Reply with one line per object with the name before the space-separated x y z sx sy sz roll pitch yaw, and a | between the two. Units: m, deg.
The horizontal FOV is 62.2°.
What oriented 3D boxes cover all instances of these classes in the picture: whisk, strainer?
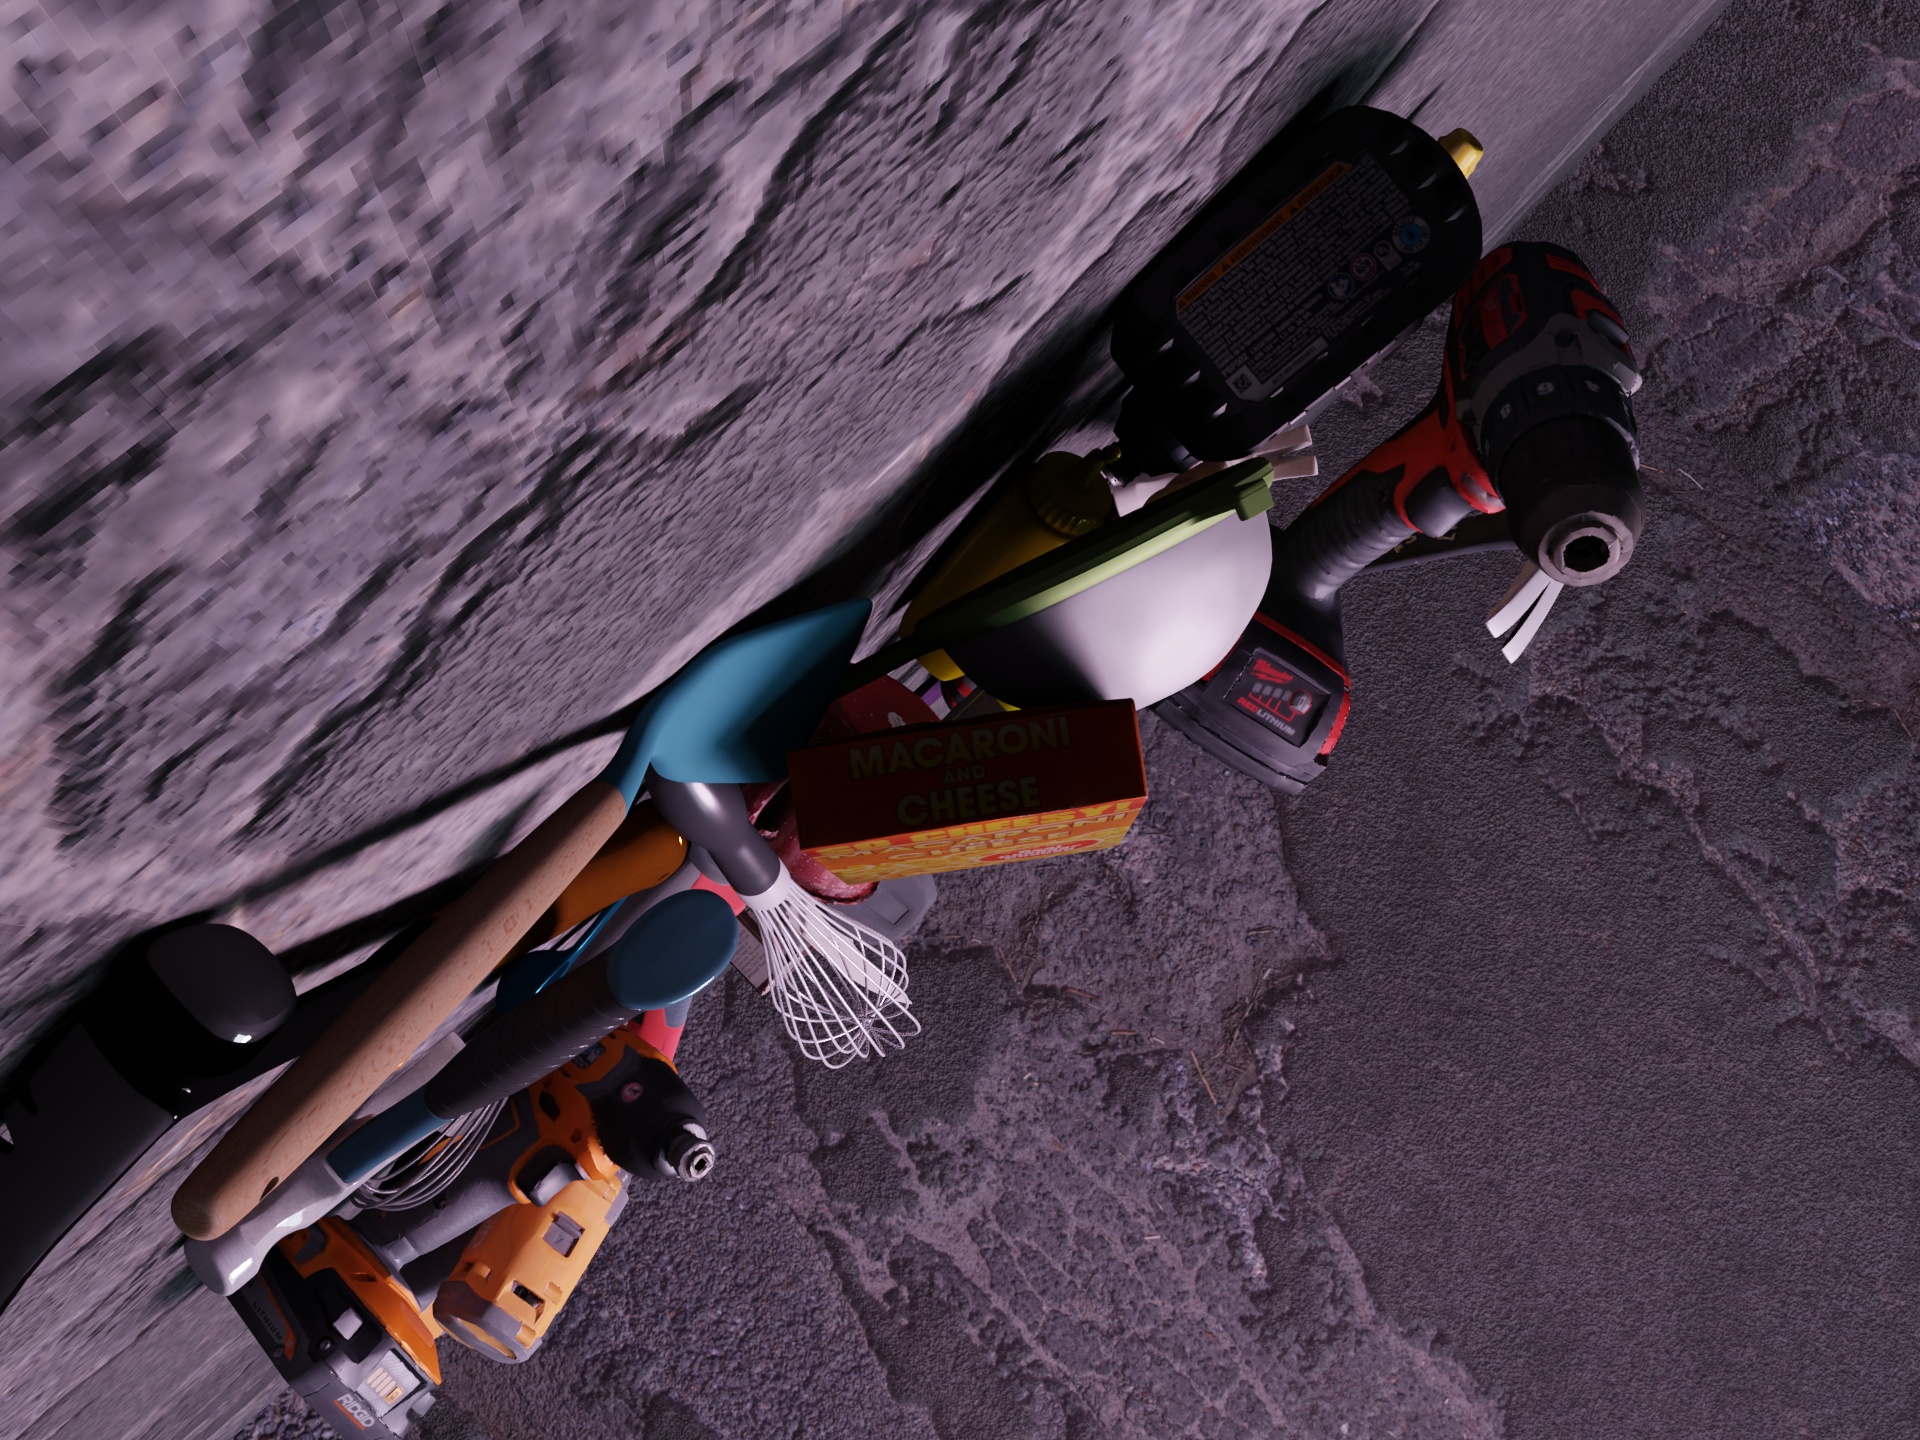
whisk | -0.076 0.081 0.674 0.070 0.070 0.284 -43 149 -13
strainer | 0.016 -0.017 0.623 0.256 0.069 0.151 -27 -174 10
whisk | -0.213 0.148 0.794 0.239 0.055 0.055 -47 179 -29

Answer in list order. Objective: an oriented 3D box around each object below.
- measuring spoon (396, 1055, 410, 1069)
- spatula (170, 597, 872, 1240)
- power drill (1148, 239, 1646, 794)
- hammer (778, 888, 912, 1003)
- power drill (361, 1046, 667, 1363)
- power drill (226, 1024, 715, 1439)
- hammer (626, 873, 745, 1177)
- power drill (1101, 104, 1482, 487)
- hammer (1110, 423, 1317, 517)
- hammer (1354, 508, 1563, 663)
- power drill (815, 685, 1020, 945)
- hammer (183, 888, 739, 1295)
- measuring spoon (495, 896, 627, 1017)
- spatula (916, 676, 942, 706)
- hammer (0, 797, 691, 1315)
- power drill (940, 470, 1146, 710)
measuring spoon | -0.228 0.133 0.649 0.021 0.011 0.117 -42 177 -28
spatula | -0.100 0.038 0.442 0.082 0.044 0.318 -61 179 26
power drill | 0.173 -0.067 0.631 0.226 0.080 0.188 -48 -161 38
hammer | 0.046 0.000 1.055 0.410 0.146 0.038 -47 -149 -10
power drill | -0.269 0.282 0.942 0.226 0.084 0.185 -23 -151 46
power drill | -0.236 0.244 0.798 0.164 0.084 0.226 20 -128 44
hammer | -0.208 0.182 1.023 0.038 0.143 0.386 -60 176 -39
power drill | 0.127 -0.163 0.673 0.171 0.080 0.223 -40 180 8
hammer | 0.135 -0.129 0.888 0.130 0.031 0.331 -14 -171 14
hammer | 0.146 -0.070 0.889 0.409 0.036 0.149 -10 -135 40
power drill | -0.001 -0.003 0.889 0.228 0.080 0.191 -46 -157 14
hammer | -0.186 0.137 0.601 0.331 0.033 0.128 -34 -176 42
measuring spoon | -0.176 0.088 0.749 0.129 0.021 0.042 -52 179 -19
spatula | -0.056 0.008 1.168 0.059 0.018 0.316 -50 175 38
hammer | -0.165 0.077 0.494 0.127 0.034 0.337 -45 177 13
power drill | 0.083 -0.089 1.160 0.220 0.078 0.143 -40 176 -17
